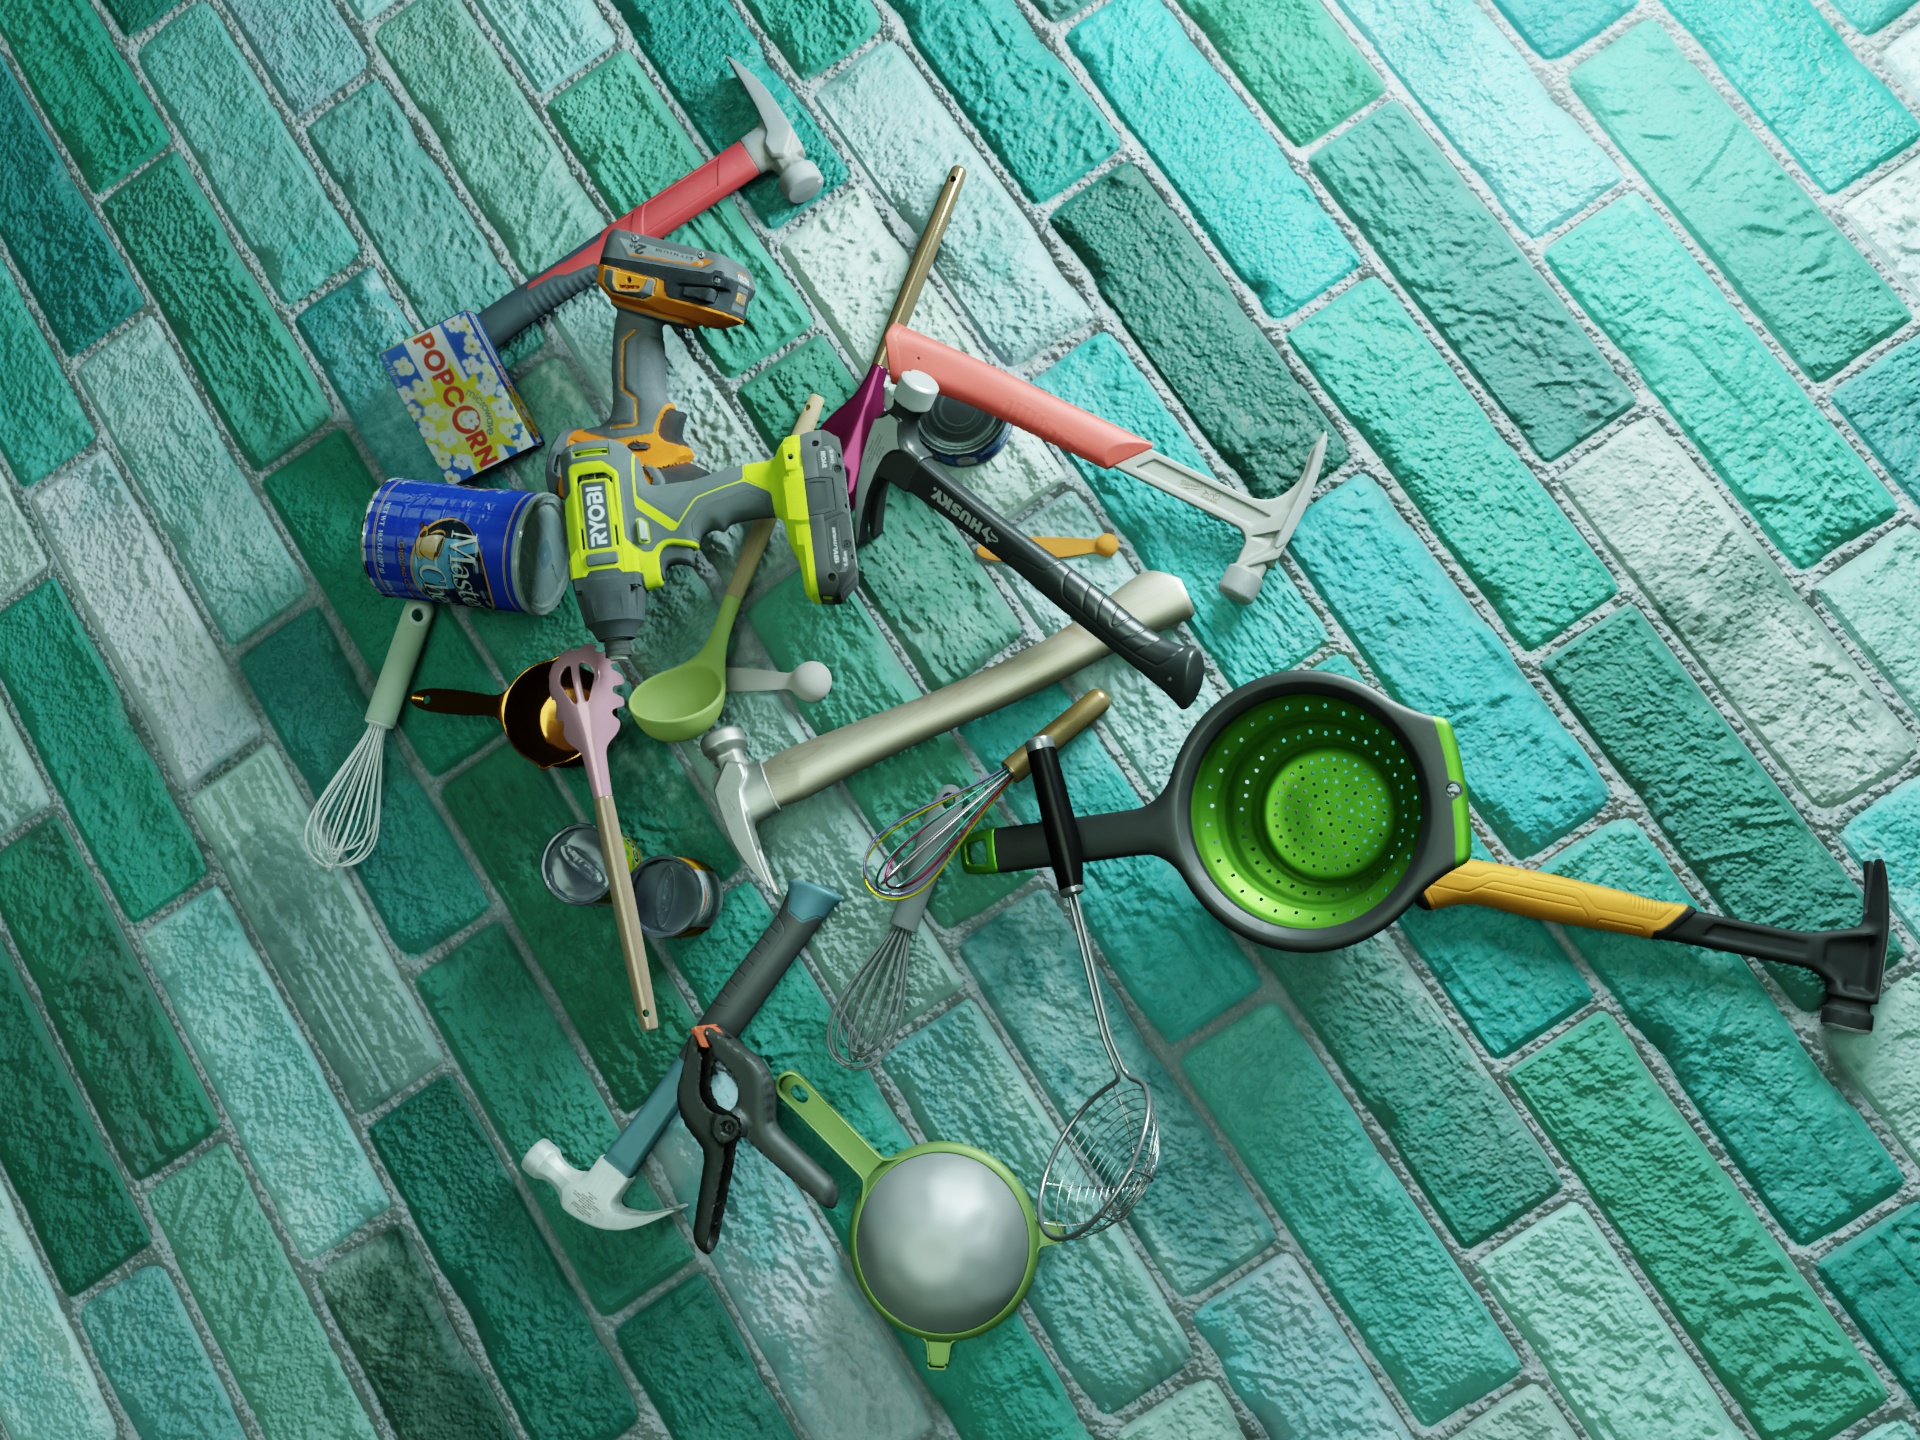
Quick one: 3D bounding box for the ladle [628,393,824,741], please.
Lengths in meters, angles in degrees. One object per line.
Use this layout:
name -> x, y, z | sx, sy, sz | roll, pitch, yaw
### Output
ladle -> -0.184, -0.130, 1.313 | 0.078, 0.062, 0.320 | 17, 81, 30

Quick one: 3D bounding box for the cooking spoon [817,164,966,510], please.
cooking spoon -> -0.059, -0.321, 1.342 | 0.069, 0.017, 0.319 | 21, 87, 11

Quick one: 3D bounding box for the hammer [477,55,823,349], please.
hammer -> -0.316, -0.422, 1.388 | 0.386, 0.038, 0.143 | -32, 77, 4

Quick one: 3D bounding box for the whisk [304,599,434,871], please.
whisk -> -0.499, 0.010, 1.358 | 0.057, 0.059, 0.246 | 21, 80, -25

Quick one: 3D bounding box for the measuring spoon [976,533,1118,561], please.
measuring spoon -> 0.071, -0.142, 1.300 | 0.117, 0.011, 0.021 | -1, 82, 9

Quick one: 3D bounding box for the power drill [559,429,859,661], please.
power drill -> -0.197, -0.142, 1.259 | 0.223, 0.080, 0.171 | -7, 85, -2

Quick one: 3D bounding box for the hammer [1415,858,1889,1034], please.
hammer -> 0.504, 0.137, 1.180 | 0.337, 0.034, 0.127 | 10, 85, 10

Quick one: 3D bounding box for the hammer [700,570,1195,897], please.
hammer -> -0.002, -0.004, 1.271 | 0.410, 0.038, 0.146 | -25, 67, 3

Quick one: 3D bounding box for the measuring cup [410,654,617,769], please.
measuring cup -> -0.371, -0.008, 1.334 | 0.173, 0.052, 0.095 | 6, 83, 12

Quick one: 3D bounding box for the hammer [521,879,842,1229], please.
hammer -> -0.208, 0.264, 1.278 | 0.128, 0.033, 0.331 | 36, 89, 13

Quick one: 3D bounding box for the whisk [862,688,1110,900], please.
whisk -> 0.025, 0.058, 1.245 | 0.245, 0.051, 0.047 | -39, 44, -13

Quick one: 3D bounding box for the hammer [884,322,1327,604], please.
hammer -> 0.106, -0.235, 1.269 | 0.359, 0.036, 0.149 | 26, 88, 3

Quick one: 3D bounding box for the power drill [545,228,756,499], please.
power drill -> -0.243, -0.276, 1.324 | 0.164, 0.084, 0.226 | 16, 98, 10

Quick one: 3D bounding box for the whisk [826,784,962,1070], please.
whisk -> -0.048, 0.162, 1.263 | 0.055, 0.055, 0.239 | 19, 81, 11

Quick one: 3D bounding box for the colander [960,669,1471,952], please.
colander -> 0.192, 0.081, 1.221 | 0.397, 0.094, 0.204 | -10, 81, 26

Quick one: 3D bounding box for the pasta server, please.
pasta server -> -0.276, 0.088, 1.259 | 0.060, 0.040, 0.316 | -13, 81, 0

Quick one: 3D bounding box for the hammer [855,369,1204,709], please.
hammer -> 0.052, -0.120, 1.238 | 0.335, 0.035, 0.146 | 40, 126, 16

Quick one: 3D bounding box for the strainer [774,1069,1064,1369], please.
strainer -> -0.055, 0.366, 1.221 | 0.256, 0.069, 0.151 | 43, 91, 10

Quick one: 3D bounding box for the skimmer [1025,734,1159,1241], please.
skimmer -> 0.071, 0.188, 1.168 | 0.090, 0.127, 0.363 | -4, 74, -29

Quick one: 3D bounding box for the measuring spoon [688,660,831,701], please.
measuring spoon -> -0.169, -0.034, 1.320 | 0.124, 0.018, 0.034 | 2, 83, 10
